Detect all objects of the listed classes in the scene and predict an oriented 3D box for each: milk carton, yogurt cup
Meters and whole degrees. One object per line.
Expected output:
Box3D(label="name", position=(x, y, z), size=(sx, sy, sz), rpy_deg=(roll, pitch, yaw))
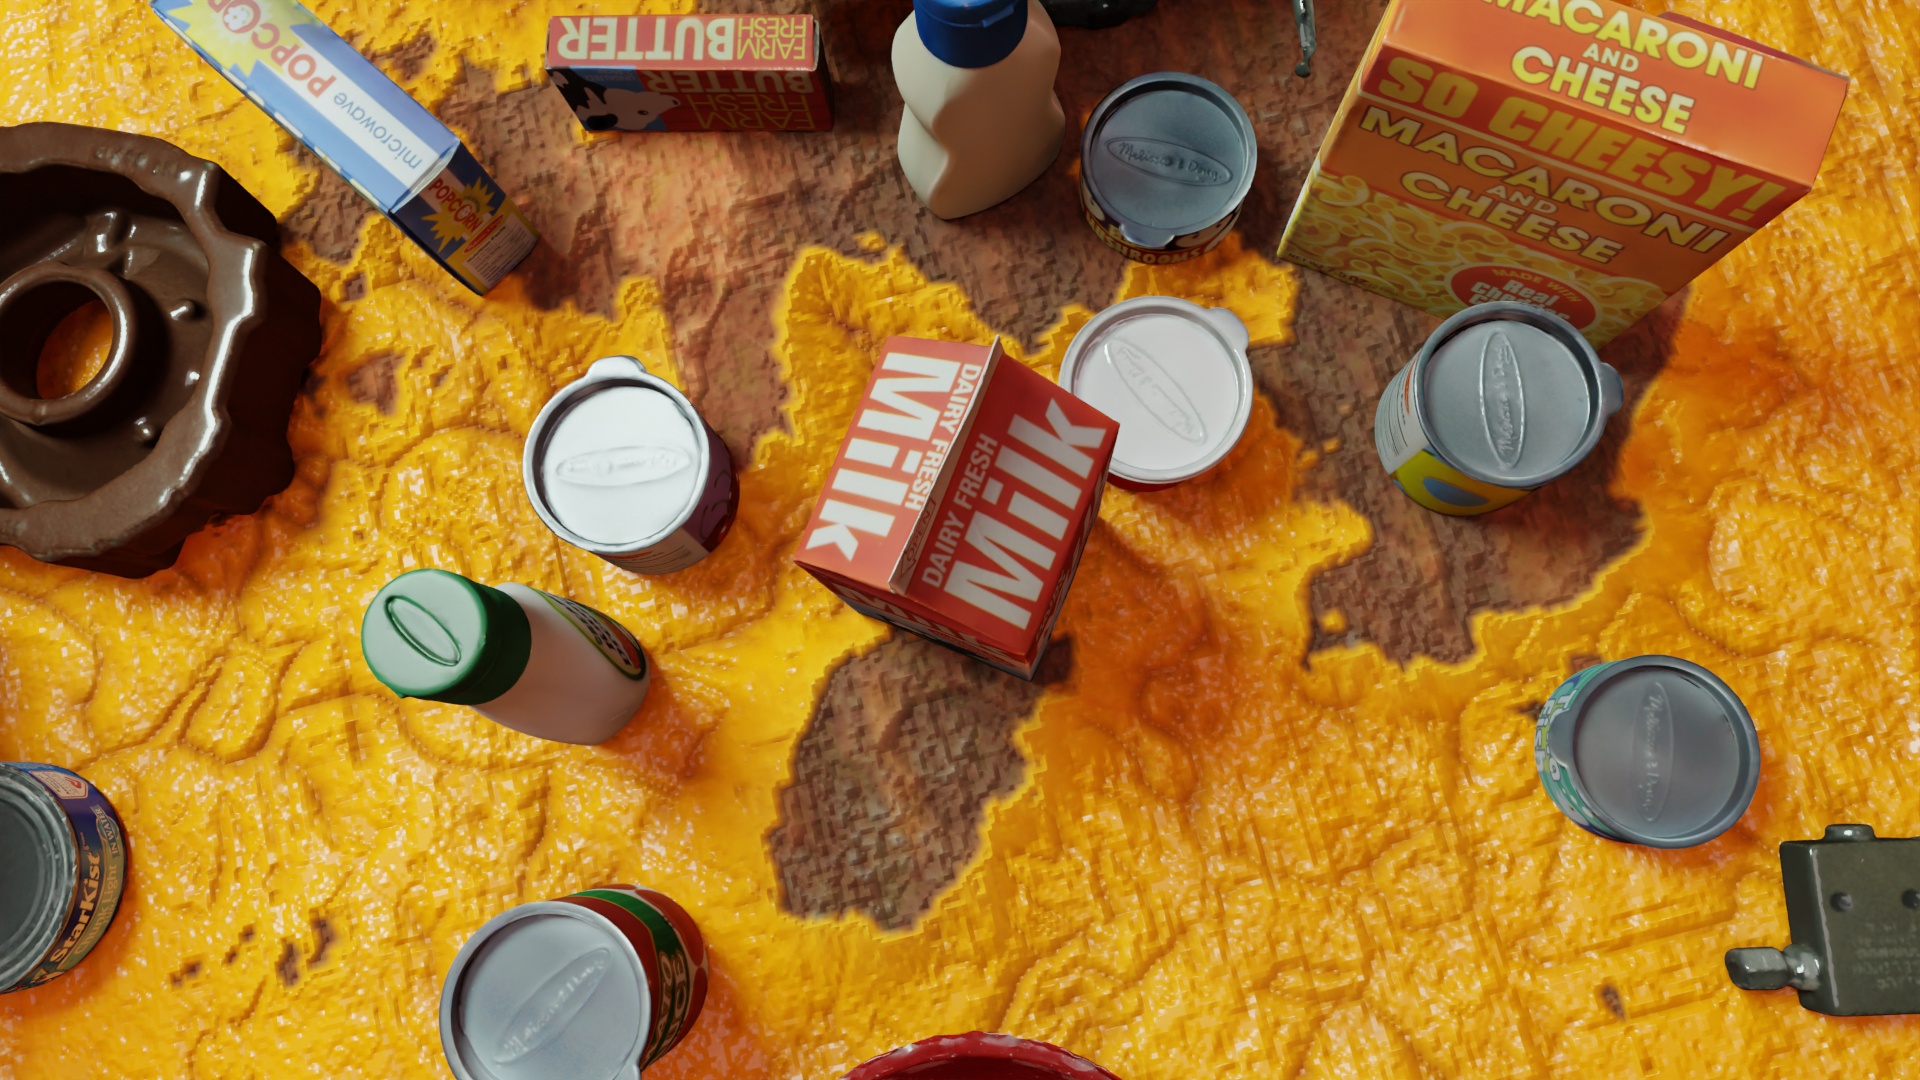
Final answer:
Box3D(label="milk carton", position=(0.002, -0.005, 0.435), size=(0.073, 0.190, 0.072), rpy_deg=(22, 82, 6))
Box3D(label="yogurt cup", position=(0.069, -0.049, 0.509), size=(0.072, 0.054, 0.072), rpy_deg=(0, 80, 3))

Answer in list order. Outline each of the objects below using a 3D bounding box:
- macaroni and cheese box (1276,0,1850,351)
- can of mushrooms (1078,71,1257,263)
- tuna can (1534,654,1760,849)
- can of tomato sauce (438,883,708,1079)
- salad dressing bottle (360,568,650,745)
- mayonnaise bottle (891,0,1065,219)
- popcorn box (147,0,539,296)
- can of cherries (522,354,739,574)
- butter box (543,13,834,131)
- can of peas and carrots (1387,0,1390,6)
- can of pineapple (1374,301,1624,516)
Box3D(label="macaroni and cheese box", position=(0.182, -0.119, 0.459), size=(0.124, 0.166, 0.040), rpy_deg=(22, 82, 6))
Box3D(label="can of mushrooms", position=(0.078, -0.140, 0.535), size=(0.071, 0.033, 0.071), rpy_deg=(0, 80, 3))
Box3D(label="tuna can", position=(0.238, 0.074, 0.490), size=(0.071, 0.033, 0.071), rpy_deg=(0, 80, 3))
Box3D(label="can of tomato sauce", position=(-0.124, 0.153, 0.467), size=(0.071, 0.083, 0.071), rpy_deg=(0, 80, 3))
Box3D(label="salad dressing bottle", position=(-0.145, 0.038, 0.455), size=(0.064, 0.147, 0.044), rpy_deg=(40, 85, 8))
Box3D(label="mayonnaise bottle", position=(0.006, -0.163, 0.484), size=(0.065, 0.148, 0.041), rpy_deg=(-30, 80, -2))
Box3D(label="popcorn box", position=(-0.228, -0.156, 0.526), size=(0.127, 0.085, 0.038), rpy_deg=(40, 85, 8))
Box3D(label="can of cherries", position=(-0.118, -0.026, 0.511), size=(0.071, 0.058, 0.071), rpy_deg=(0, 80, 3))
Box3D(label="butter box", position=(-0.103, -0.181, 0.541), size=(0.103, 0.053, 0.024), rpy_deg=(1, 81, 3))
Box3D(label="can of peas and carrots", position=(0.200, -0.226, 0.532), size=(0.071, 0.058, 0.071), rpy_deg=(0, 80, 3))
Box3D(label="can of pineapple", position=(0.190, -0.045, 0.500), size=(0.071, 0.058, 0.071), rpy_deg=(0, 80, 3))
